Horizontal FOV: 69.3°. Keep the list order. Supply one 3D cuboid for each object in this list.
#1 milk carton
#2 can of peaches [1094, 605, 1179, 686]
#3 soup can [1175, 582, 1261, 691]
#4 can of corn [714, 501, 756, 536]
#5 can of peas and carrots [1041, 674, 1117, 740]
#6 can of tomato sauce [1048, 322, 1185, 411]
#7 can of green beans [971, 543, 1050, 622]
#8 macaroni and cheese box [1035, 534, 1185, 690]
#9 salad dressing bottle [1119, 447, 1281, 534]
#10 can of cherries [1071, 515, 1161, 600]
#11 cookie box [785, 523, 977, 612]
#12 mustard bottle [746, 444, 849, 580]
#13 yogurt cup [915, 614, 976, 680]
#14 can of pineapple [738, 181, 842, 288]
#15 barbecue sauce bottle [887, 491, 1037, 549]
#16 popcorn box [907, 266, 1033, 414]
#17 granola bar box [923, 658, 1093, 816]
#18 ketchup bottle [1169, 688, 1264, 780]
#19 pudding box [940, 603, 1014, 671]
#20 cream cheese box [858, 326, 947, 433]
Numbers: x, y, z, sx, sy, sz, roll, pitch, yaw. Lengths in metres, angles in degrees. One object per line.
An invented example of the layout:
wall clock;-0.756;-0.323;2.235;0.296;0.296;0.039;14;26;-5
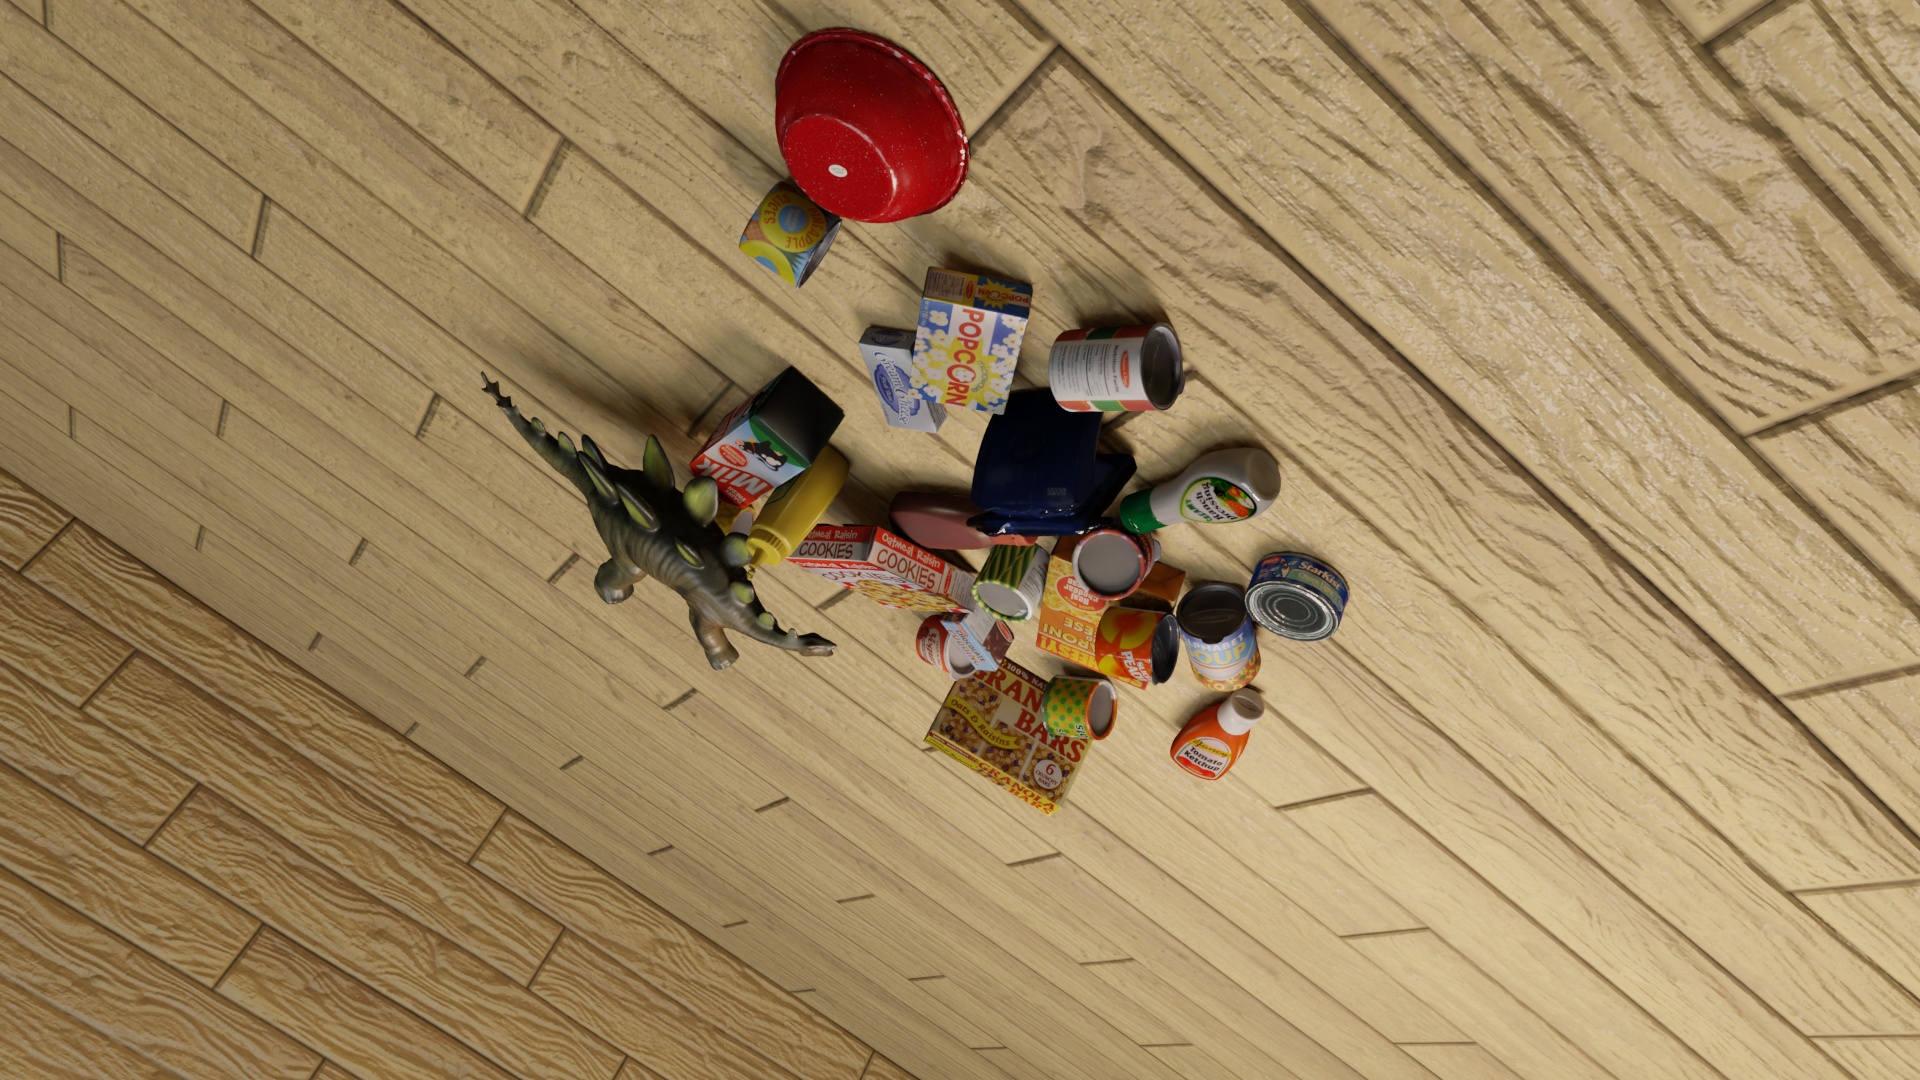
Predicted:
milk carton;-0.201;-0.093;1.370;0.073;0.073;0.190;42;146;-17
can of peaches;0.161;0.097;1.274;0.058;0.071;0.071;7;141;30
soup can;0.239;0.092;1.281;0.071;0.072;0.083;9;143;29
can of corn;-0.265;-0.017;1.533;0.058;0.071;0.070;17;146;18
can of peas and carrots;0.128;0.182;1.493;0.058;0.071;0.070;1;138;36
can of tomato sauce;0.121;-0.132;1.071;0.083;0.071;0.071;2;139;37
can of green beans;0.051;0.039;1.367;0.071;0.058;0.071;20;147;14
macaroni and cheese box;0.143;0.069;1.354;0.124;0.040;0.165;22;146;12
salad dressing bottle;0.197;-0.037;1.161;0.064;0.044;0.147;43;146;-22
can of cherries;0.139;0.015;1.240;0.071;0.058;0.071;3;102;17
cookie box;-0.078;0.028;1.414;0.123;0.040;0.167;1;161;42
mustard bottle;-0.167;-0.025;1.355;0.048;0.161;0.065;44;143;-19
yogurt cup;-0.012;0.111;1.513;0.054;0.073;0.072;10;143;41
can of pineapple;-0.136;-0.246;1.112;0.058;0.071;0.070;33;147;-5
barbecue sauce bottle;0.005;-0.017;1.340;0.148;0.044;0.064;4;146;34
popcorn box;0.006;-0.160;1.127;0.085;0.038;0.126;10;147;-2
granola bar box;0.059;0.208;1.532;0.165;0.125;0.039;31;148;-2
ketchup bottle;0.268;0.197;1.430;0.065;0.044;0.148;28;147;4
pudding box;0.019;0.095;1.478;0.030;0.050;0.083;-1;137;41
cream cheese box;-0.050;-0.142;1.229;0.053;0.024;0.103;11;143;25
